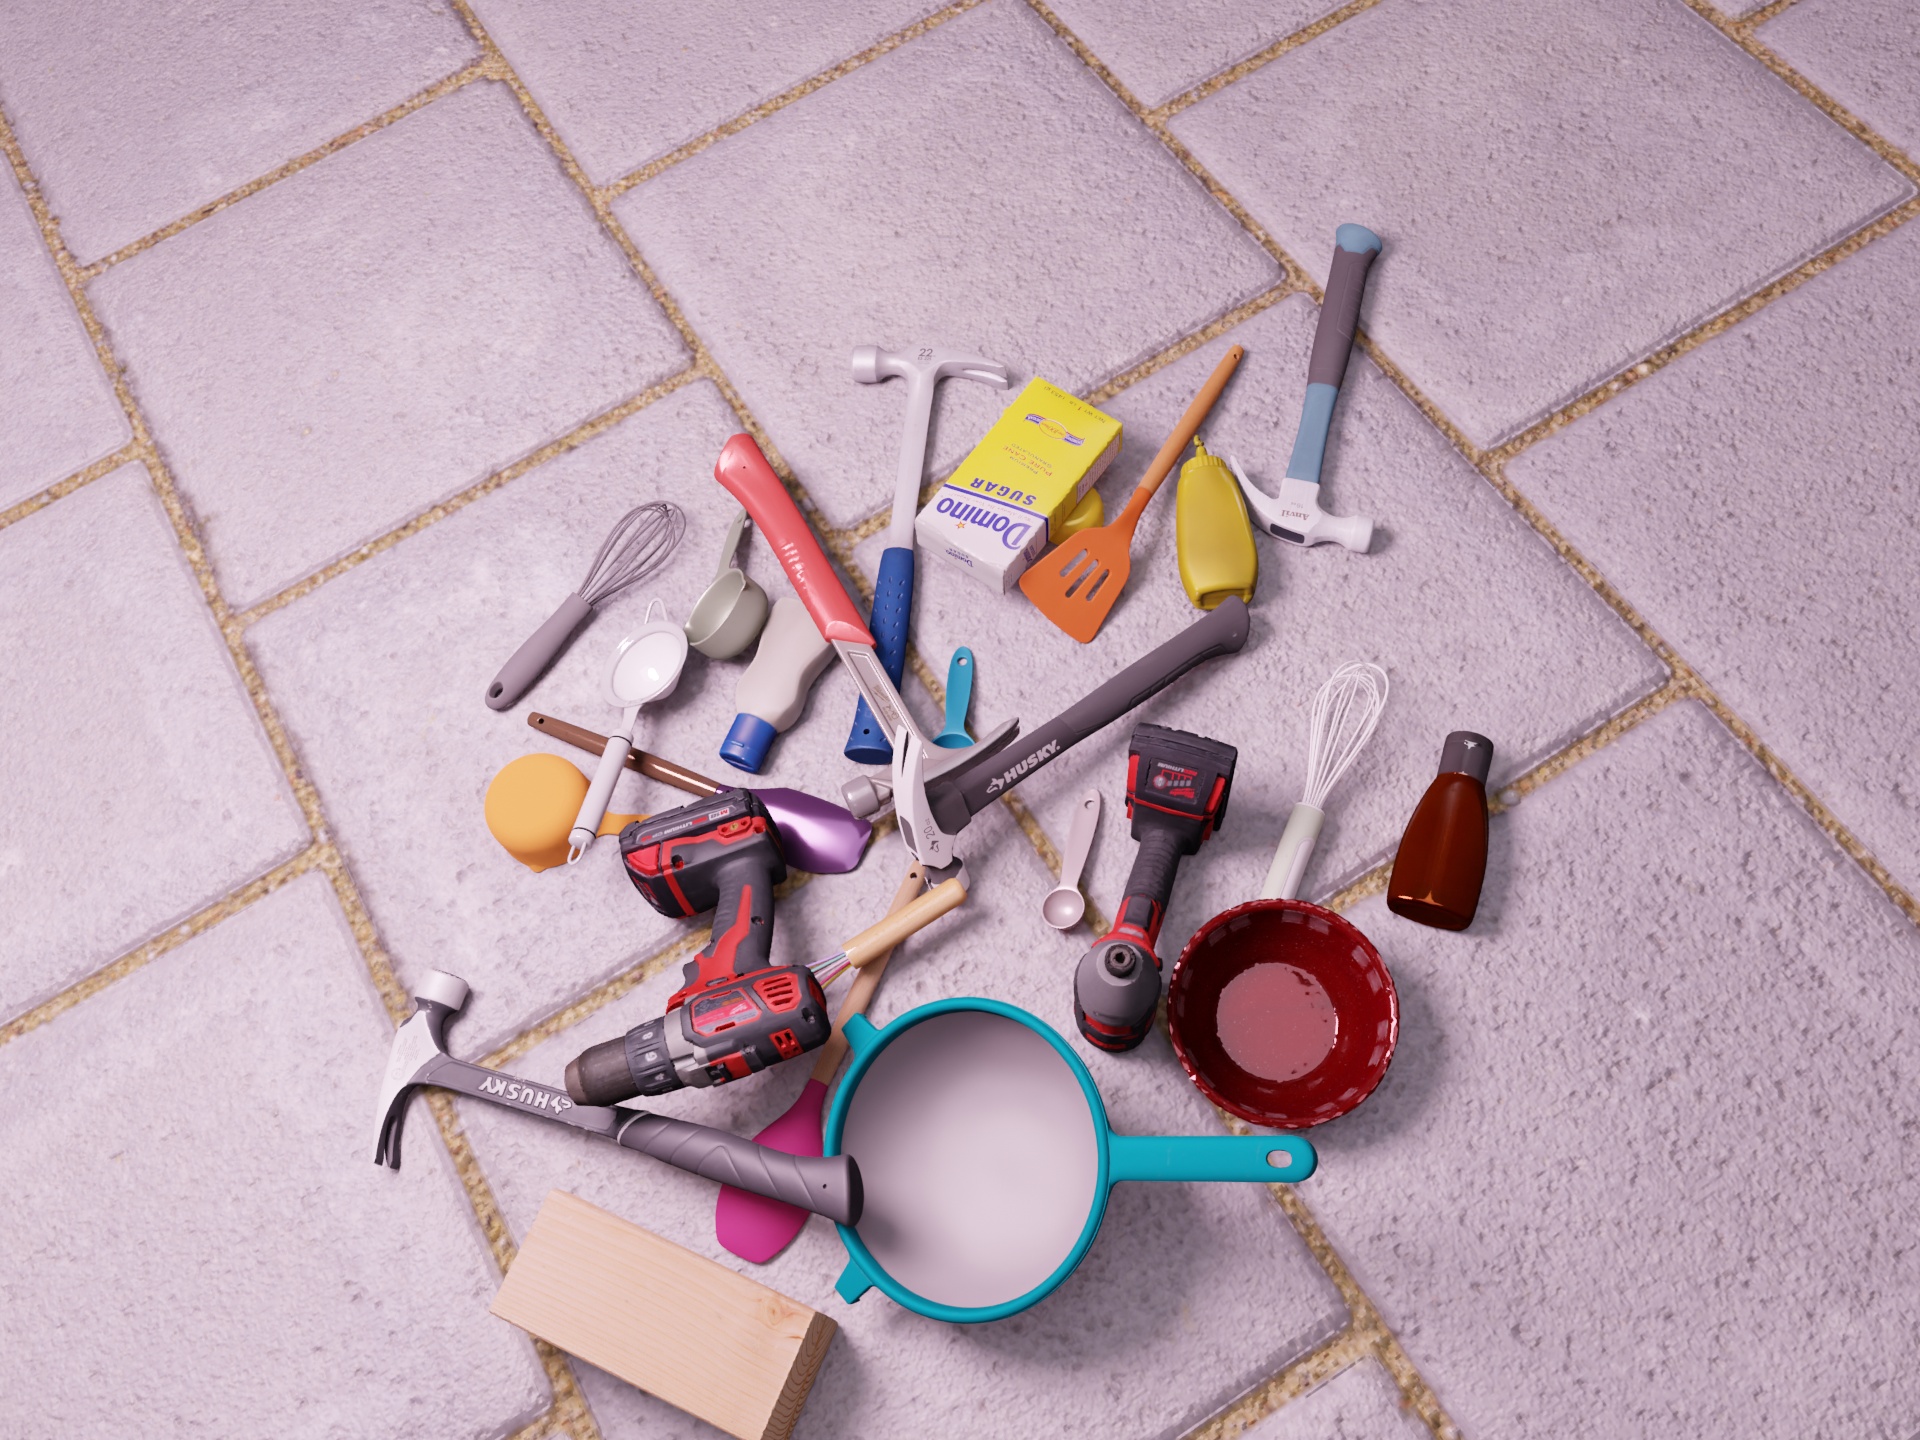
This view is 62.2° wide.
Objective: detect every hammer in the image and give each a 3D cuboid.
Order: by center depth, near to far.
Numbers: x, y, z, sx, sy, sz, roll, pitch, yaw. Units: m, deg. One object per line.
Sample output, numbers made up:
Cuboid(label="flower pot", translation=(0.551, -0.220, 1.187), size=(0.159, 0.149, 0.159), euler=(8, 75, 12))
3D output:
Cuboid(label="hammer", translation=(-0.253, 0.292, 1.142), size=(0.409, 0.036, 0.149), euler=(10, 69, 24))
Cuboid(label="hammer", translation=(0.092, -0.004, 1.237), size=(0.335, 0.146, 0.035), euler=(-33, 36, -17))
Cuboid(label="hammer", translation=(-0.098, -0.097, 1.298), size=(0.149, 0.036, 0.359), euler=(-27, 68, -9))
Cuboid(label="hammer", translation=(-0.046, -0.154, 1.363), size=(0.144, 0.035, 0.406), euler=(2, 65, 9))
Cuboid(label="hammer", translation=(0.319, -0.298, 1.385), size=(0.128, 0.033, 0.331), euler=(12, 67, 12))

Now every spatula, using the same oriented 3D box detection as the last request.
Cuboid(label="spatula", translation=(-0.220, 0.052, 1.298), size=(0.316, 0.018, 0.060), euler=(21, 77, 16))
Cuboid(label="spatula", translation=(0.163, -0.209, 1.360), size=(0.081, 0.041, 0.323), euler=(41, 64, -14))

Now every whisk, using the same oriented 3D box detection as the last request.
Cuboid(label="whisk", translation=(-0.100, 0.192, 1.186), size=(0.245, 0.051, 0.047), euler=(-31, 34, -7))
Cuboid(label="whisk", translation=(0.270, 0.062, 1.215), size=(0.059, 0.057, 0.246), euler=(5, 65, 48))
Cuboid(label="whisk", translation=(-0.324, -0.100, 1.372), size=(0.055, 0.055, 0.239), euler=(35, 78, 21))

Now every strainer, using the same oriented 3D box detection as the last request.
Cuboid(label="strainer", translation=(0.076, 0.295, 1.074), size=(0.340, 0.095, 0.211), euler=(-6, 73, 23))
Cuboid(label="strainer", translation=(-0.272, 0.011, 1.289), size=(0.087, 0.050, 0.259), euler=(-9, 48, 26))

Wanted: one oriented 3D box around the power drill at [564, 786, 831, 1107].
Cuboid(label="power drill", translation=(-0.201, 0.172, 1.163), size=(0.188, 0.080, 0.227), euler=(-19, 45, 1))

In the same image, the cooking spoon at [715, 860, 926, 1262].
Cuboid(label="cooking spoon", translation=(-0.095, 0.246, 1.189), size=(0.069, 0.017, 0.319), euler=(20, 69, 14))

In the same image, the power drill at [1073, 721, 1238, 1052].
Cuboid(label="power drill", translation=(0.135, 0.121, 1.151), size=(0.078, 0.143, 0.220), euler=(15, 65, 11))

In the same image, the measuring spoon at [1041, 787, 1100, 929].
Cuboid(label="measuring spoon", translation=(0.092, 0.109, 1.235), size=(0.034, 0.018, 0.124), euler=(3, 58, 23))

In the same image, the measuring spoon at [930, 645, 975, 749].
Cuboid(label="measuring spoon", translation=(-0.002, -0.004, 1.301), size=(0.042, 0.021, 0.129), euler=(1, 56, 9))

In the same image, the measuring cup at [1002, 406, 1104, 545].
Cuboid(label="measuring cup", translation=(0.073, -0.220, 1.380), size=(0.062, 0.029, 0.157), euler=(-25, 67, -5))

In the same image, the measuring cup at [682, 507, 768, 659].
Cuboid(label="measuring cup", translation=(-0.190, -0.119, 1.364), size=(0.083, 0.038, 0.168), euler=(-31, 35, 33))

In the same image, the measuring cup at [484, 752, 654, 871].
Cuboid(label="measuring cup", translation=(-0.299, 0.073, 1.279), size=(0.173, 0.052, 0.095), euler=(4, 65, 12))
